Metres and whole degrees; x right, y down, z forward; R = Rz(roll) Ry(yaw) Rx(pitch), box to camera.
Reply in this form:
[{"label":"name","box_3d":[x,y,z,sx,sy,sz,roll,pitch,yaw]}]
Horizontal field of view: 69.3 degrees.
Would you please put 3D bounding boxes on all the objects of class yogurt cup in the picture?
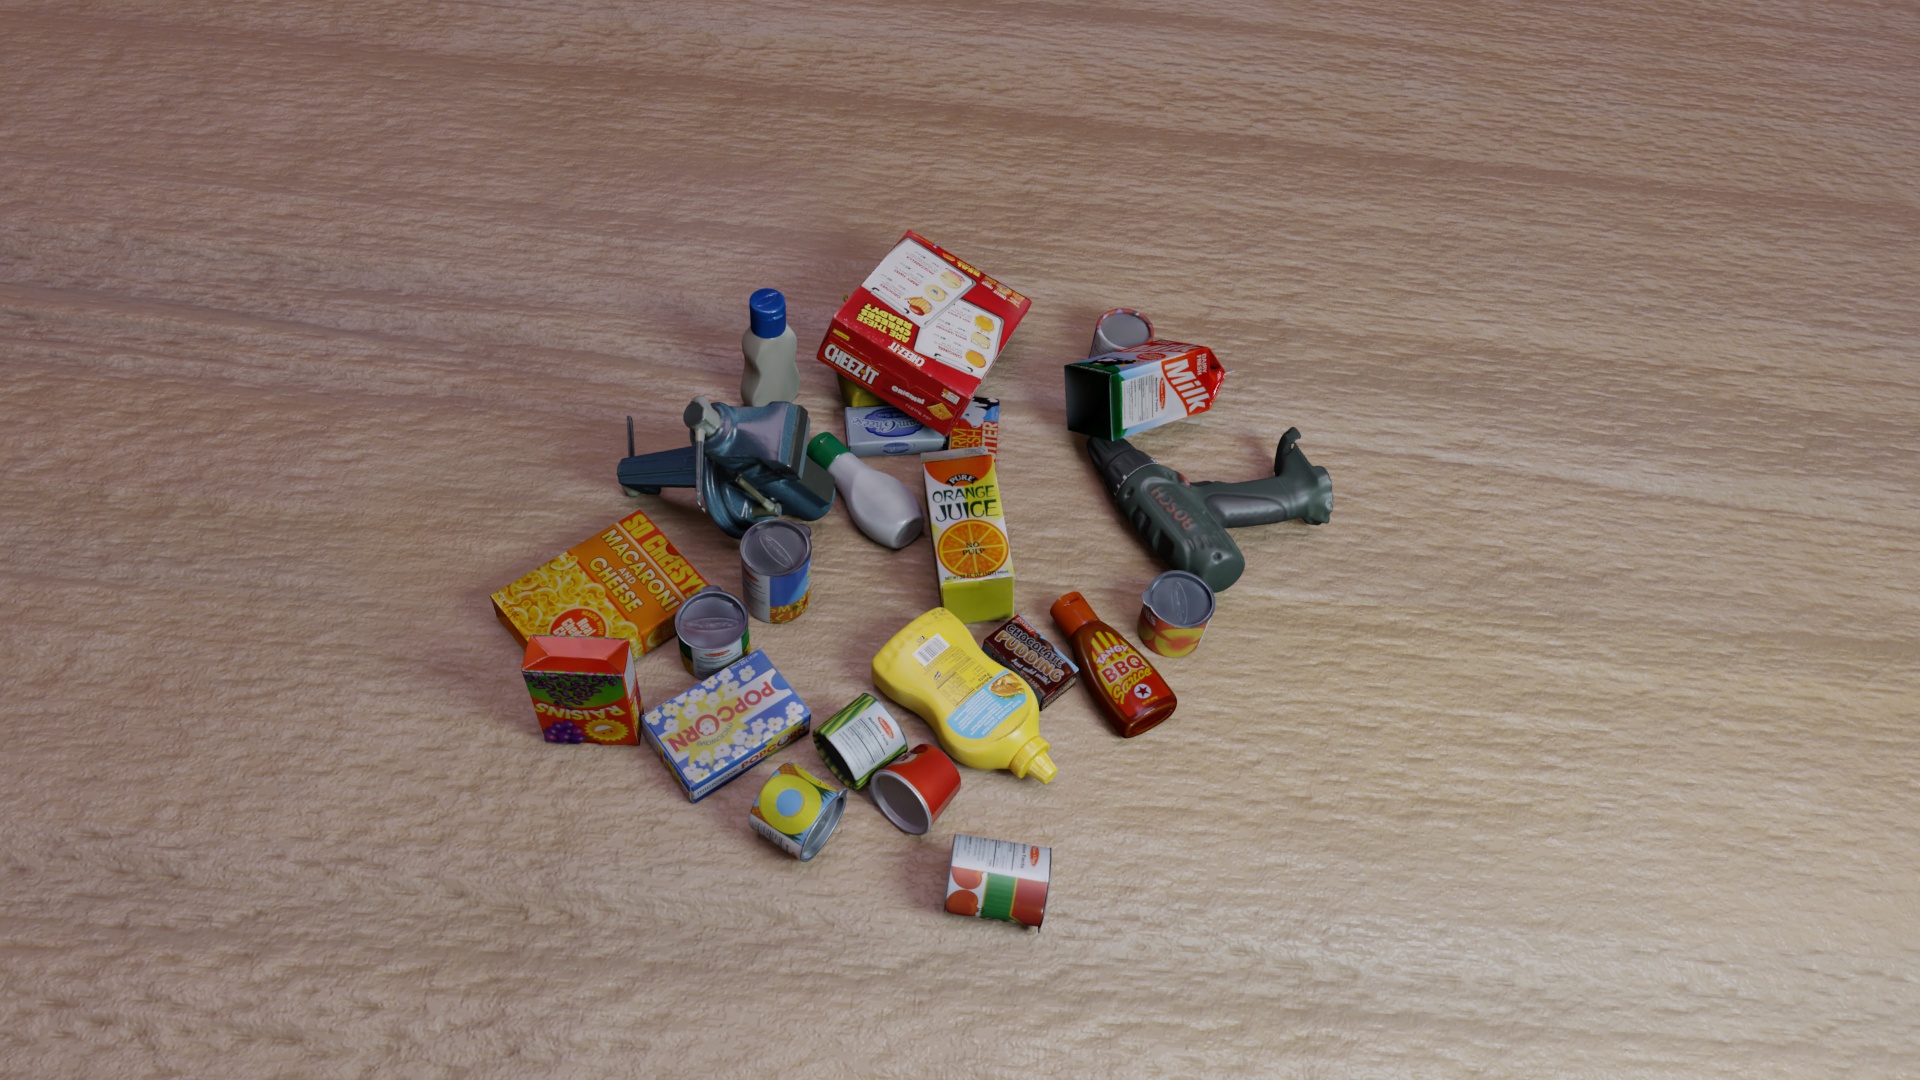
[{"label":"yogurt cup","box_3d":[-0.036,0.214,1.212,0.072,0.072,0.054,36,50,20]}]

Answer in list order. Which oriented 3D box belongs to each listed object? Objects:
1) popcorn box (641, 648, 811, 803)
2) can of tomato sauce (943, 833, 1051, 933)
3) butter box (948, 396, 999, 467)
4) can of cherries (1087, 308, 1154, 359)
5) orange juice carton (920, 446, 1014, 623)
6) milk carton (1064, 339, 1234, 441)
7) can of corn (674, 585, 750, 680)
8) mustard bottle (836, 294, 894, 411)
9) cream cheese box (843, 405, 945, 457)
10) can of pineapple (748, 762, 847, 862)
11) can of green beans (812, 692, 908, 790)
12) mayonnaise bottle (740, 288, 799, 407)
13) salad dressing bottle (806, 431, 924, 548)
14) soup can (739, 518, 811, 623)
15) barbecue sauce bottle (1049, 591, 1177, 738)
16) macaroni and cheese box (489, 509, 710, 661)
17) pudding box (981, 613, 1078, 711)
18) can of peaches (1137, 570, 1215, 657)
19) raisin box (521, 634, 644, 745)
[{"label":"popcorn box","box_3d":[-0.209,0.165,1.245,0.127,0.038,0.085,-30,61,-25]},{"label":"can of tomato sauce","box_3d":[0.031,0.287,1.165,0.083,0.070,0.071,9,53,1]},{"label":"butter box","box_3d":[0.014,-0.109,1.481,0.053,0.024,0.104,5,53,-2]},{"label":"can of cherries","box_3d":[0.182,-0.220,1.561,0.071,0.058,0.072,3,54,-4]},{"label":"orange juice carton","box_3d":[0.005,-0.017,1.380,0.072,0.072,0.193,-7,54,-3]},{"label":"milk carton","box_3d":[0.205,-0.167,1.488,0.191,0.073,0.072,-19,25,-34]},{"label":"can of corn","box_3d":[-0.229,0.087,1.289,0.071,0.058,0.071,3,53,-4]},{"label":"mustard bottle","box_3d":[-0.109,-0.212,1.529,0.065,0.048,0.161,-2,53,-18]},{"label":"cream cheese box","box_3d":[-0.071,-0.118,1.479,0.104,0.024,0.053,-4,54,-9]},{"label":"can of pineapple","box_3d":[-0.138,0.230,1.186,0.058,0.070,0.071,29,56,15]},{"label":"can of green beans","box_3d":[-0.089,0.178,1.230,0.058,0.071,0.071,-35,64,-24]},{"label":"mayonnaise bottle","box_3d":[-0.199,-0.198,1.448,0.065,0.147,0.041,-32,63,-26]},{"label":"salad dressing bottle","box_3d":[-0.100,-0.054,1.418,0.064,0.043,0.148,-34,62,-25]},{"label":"soup can","box_3d":[-0.173,0.029,1.322,0.071,0.083,0.072,3,54,-4]},{"label":"barbecue sauce bottle","box_3d":[0.139,0.114,1.317,0.065,0.043,0.149,-24,59,-21]},{"label":"macaroni and cheese box","box_3d":[-0.334,0.058,1.310,0.167,0.040,0.124,-34,65,-27]},{"label":"pudding box","box_3d":[0.066,0.115,1.317,0.050,0.030,0.084,-33,63,-27]},{"label":"can of peaches","box_3d":[0.206,0.072,1.347,0.071,0.057,0.071,3,54,-4]},{"label":"raisin box","box_3d":[-0.324,0.132,1.204,0.086,0.122,0.040,2,53,-4]}]
